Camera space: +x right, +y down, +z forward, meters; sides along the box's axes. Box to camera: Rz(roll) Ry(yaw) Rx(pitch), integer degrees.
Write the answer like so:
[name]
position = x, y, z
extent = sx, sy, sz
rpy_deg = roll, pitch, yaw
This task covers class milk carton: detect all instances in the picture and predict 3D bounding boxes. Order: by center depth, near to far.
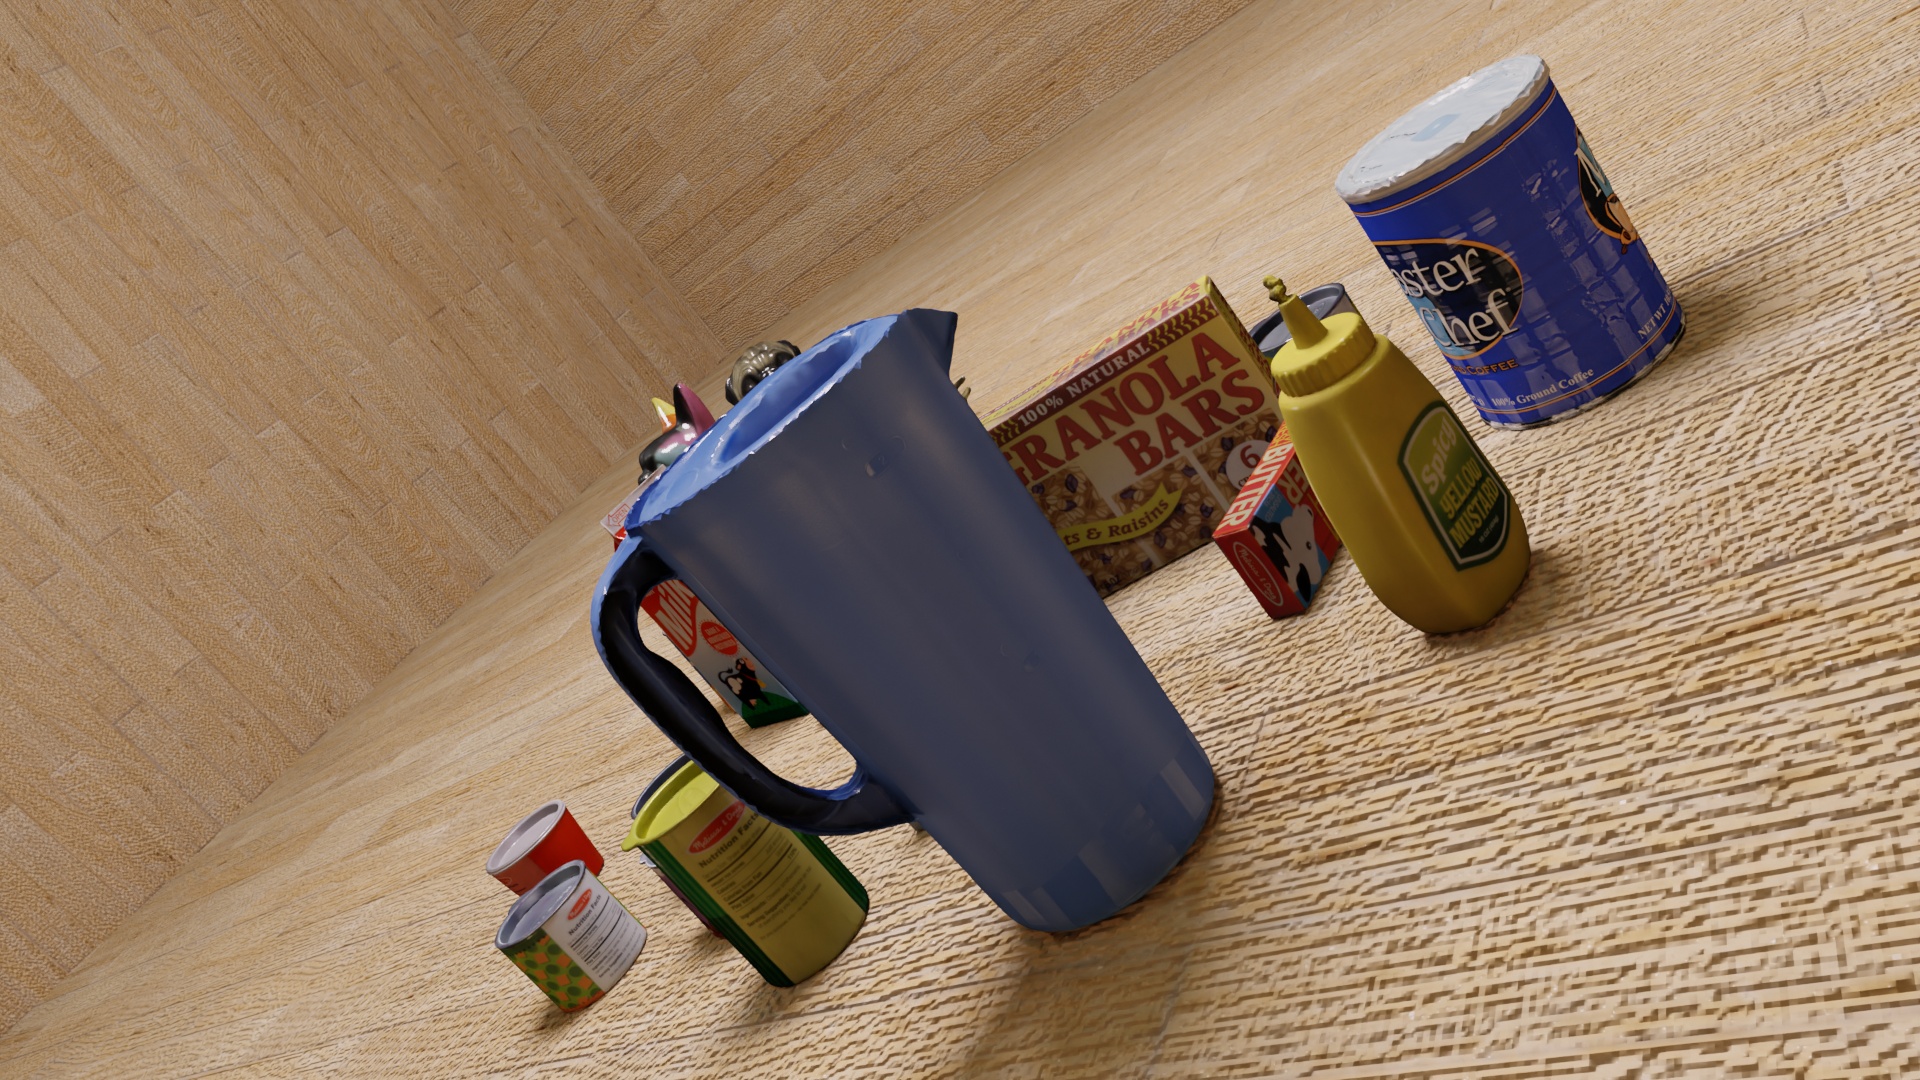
[milk carton]
position = -0.169, 0.038, 0.982
extent = 0.073, 0.190, 0.073
rpy_deg = -21, 23, 46

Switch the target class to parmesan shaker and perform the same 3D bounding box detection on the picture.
[parmesan shaker]
position = -0.103, 0.159, 0.672
extent = 0.071, 0.103, 0.071
rpy_deg = -35, 16, 12

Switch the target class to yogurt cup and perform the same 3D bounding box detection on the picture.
[yogurt cup]
position = -0.288, 0.224, 0.972
extent = 0.072, 0.054, 0.072
rpy_deg = -35, 17, 12

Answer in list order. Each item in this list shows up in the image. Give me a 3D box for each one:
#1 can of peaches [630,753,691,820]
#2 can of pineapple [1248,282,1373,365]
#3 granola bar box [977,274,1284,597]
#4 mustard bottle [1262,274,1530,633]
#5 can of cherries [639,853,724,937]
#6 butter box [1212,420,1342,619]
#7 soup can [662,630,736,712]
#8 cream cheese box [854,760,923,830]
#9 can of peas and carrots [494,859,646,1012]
[can of peaches]
position = -0.155, 0.165, 0.845
extent = 0.071, 0.058, 0.071
rpy_deg = -35, 17, 12
[can of pineapple]
position = 0.210, -0.109, 0.818
extent = 0.071, 0.057, 0.071
rpy_deg = -35, 17, 12
[granola bar box]
position = 0.101, -0.051, 0.774
extent = 0.165, 0.124, 0.039
rpy_deg = -30, 18, 25
[mustard bottle]
position = 0.163, -0.038, 0.543
extent = 0.065, 0.160, 0.048
rpy_deg = -48, 18, -30
[can of cherries]
position = -0.131, 0.176, 0.766
extent = 0.071, 0.058, 0.072
rpy_deg = -35, 17, 12
[butter box]
position = 0.163, -0.015, 0.673
extent = 0.024, 0.053, 0.104
rpy_deg = -20, 24, 47
[soup can]
position = -0.178, 0.080, 1.077
extent = 0.071, 0.083, 0.071
rpy_deg = -35, 16, 12
[cream cheese box]
position = -0.016, 0.099, 0.739
extent = 0.024, 0.053, 0.104
rpy_deg = -28, 19, 31
[can of peas and carrots]
position = -0.230, 0.233, 0.818
extent = 0.071, 0.058, 0.071
rpy_deg = -35, 17, 12
